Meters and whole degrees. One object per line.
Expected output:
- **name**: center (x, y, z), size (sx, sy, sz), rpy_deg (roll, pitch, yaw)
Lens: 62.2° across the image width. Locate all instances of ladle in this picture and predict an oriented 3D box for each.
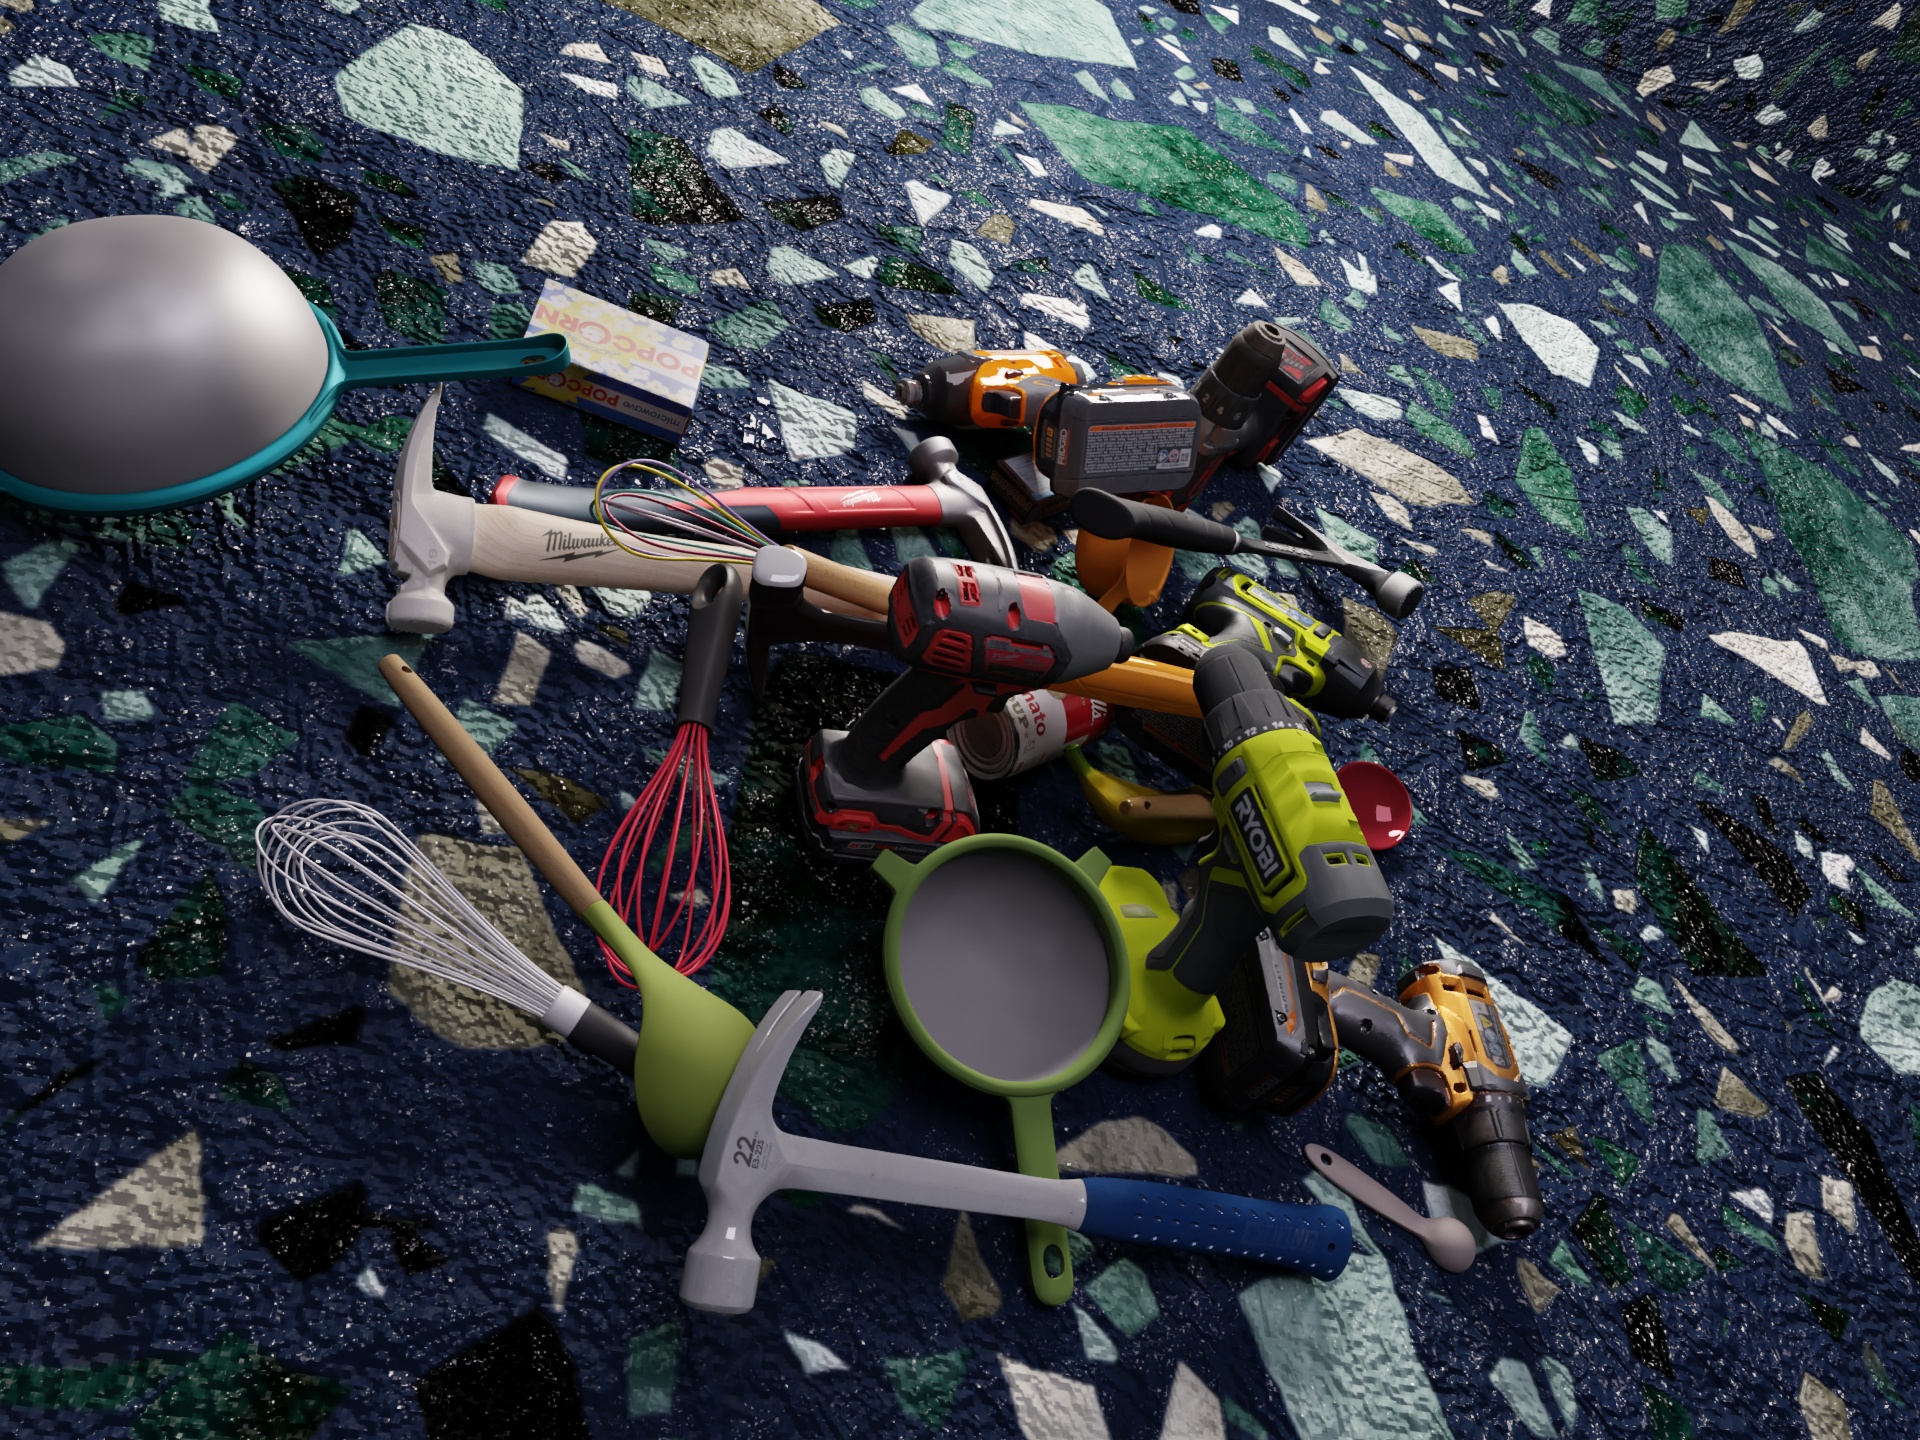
- **ladle**: center (-0.206, 0.085, 0.801), size (0.320, 0.062, 0.078), rpy_deg (45, 25, 19)
- **ladle**: center (0.218, 0.061, 1.112), size (0.315, 0.031, 0.069), rpy_deg (3, 70, -43)

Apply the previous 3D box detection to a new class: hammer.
- **hammer**: center (0.212, -0.140, 1.222), size (0.149, 0.036, 0.408), rpy_deg (39, 22, 33)
- **hammer**: center (-0.135, -0.134, 1.101), size (0.386, 0.038, 0.143), rpy_deg (-7, 58, -36)
- **hammer**: center (-0.154, -0.105, 1.030), size (0.410, 0.038, 0.146), rpy_deg (7, 79, -31)
- **hammer**: center (0.034, -0.032, 0.986), size (0.337, 0.127, 0.034), rpy_deg (10, 57, -4)
- **hammer**: center (0.053, 0.241, 0.816), size (0.405, 0.035, 0.144), rpy_deg (19, 73, -32)

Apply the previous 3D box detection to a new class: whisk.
- **whisk**: center (-0.226, 0.129, 0.799), size (0.284, 0.070, 0.070), rpy_deg (34, 42, -8)
- **whisk**: center (-0.125, -0.100, 0.975), size (0.244, 0.051, 0.047), rpy_deg (17, 45, -47)
- **whisk**: center (-0.155, 0.022, 0.911), size (0.073, 0.073, 0.296), rpy_deg (17, 51, -18)

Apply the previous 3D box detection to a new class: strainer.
- **strainer**: center (0.024, 0.195, 0.895), size (0.151, 0.069, 0.256), rpy_deg (1, 69, -24)
- **strainer**: center (-0.397, -0.222, 0.888), size (0.340, 0.095, 0.211), rpy_deg (-5, 51, -6)

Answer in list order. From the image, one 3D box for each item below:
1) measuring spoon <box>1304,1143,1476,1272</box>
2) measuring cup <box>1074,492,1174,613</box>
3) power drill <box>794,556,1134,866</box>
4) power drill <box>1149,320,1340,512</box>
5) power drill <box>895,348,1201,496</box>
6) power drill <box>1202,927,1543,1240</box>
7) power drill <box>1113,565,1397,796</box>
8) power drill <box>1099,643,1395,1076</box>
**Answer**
- **measuring spoon**: center (0.266, 0.294, 0.976), size (0.124, 0.018, 0.034), rpy_deg (34, 43, 0)
- **measuring cup**: center (0.103, -0.108, 1.200), size (0.052, 0.095, 0.174), rpy_deg (16, 48, 30)
- **power drill**: center (-0.001, -0.003, 0.929), size (0.143, 0.219, 0.079), rpy_deg (7, 49, -26)
- **power drill**: center (0.242, -0.273, 1.354), size (0.080, 0.187, 0.227), rpy_deg (42, 39, 10)
- **power drill**: center (0.061, -0.238, 1.232), size (0.164, 0.084, 0.227), rpy_deg (-8, 26, -28)
- **power drill**: center (0.263, 0.221, 0.997), size (0.226, 0.084, 0.186), rpy_deg (19, 43, -23)
- **power drill**: center (0.214, -0.026, 1.126), size (0.171, 0.080, 0.223), rpy_deg (34, 31, 13)
- **power drill**: center (0.140, 0.086, 0.929), size (0.080, 0.228, 0.191), rpy_deg (4, 50, -29)
